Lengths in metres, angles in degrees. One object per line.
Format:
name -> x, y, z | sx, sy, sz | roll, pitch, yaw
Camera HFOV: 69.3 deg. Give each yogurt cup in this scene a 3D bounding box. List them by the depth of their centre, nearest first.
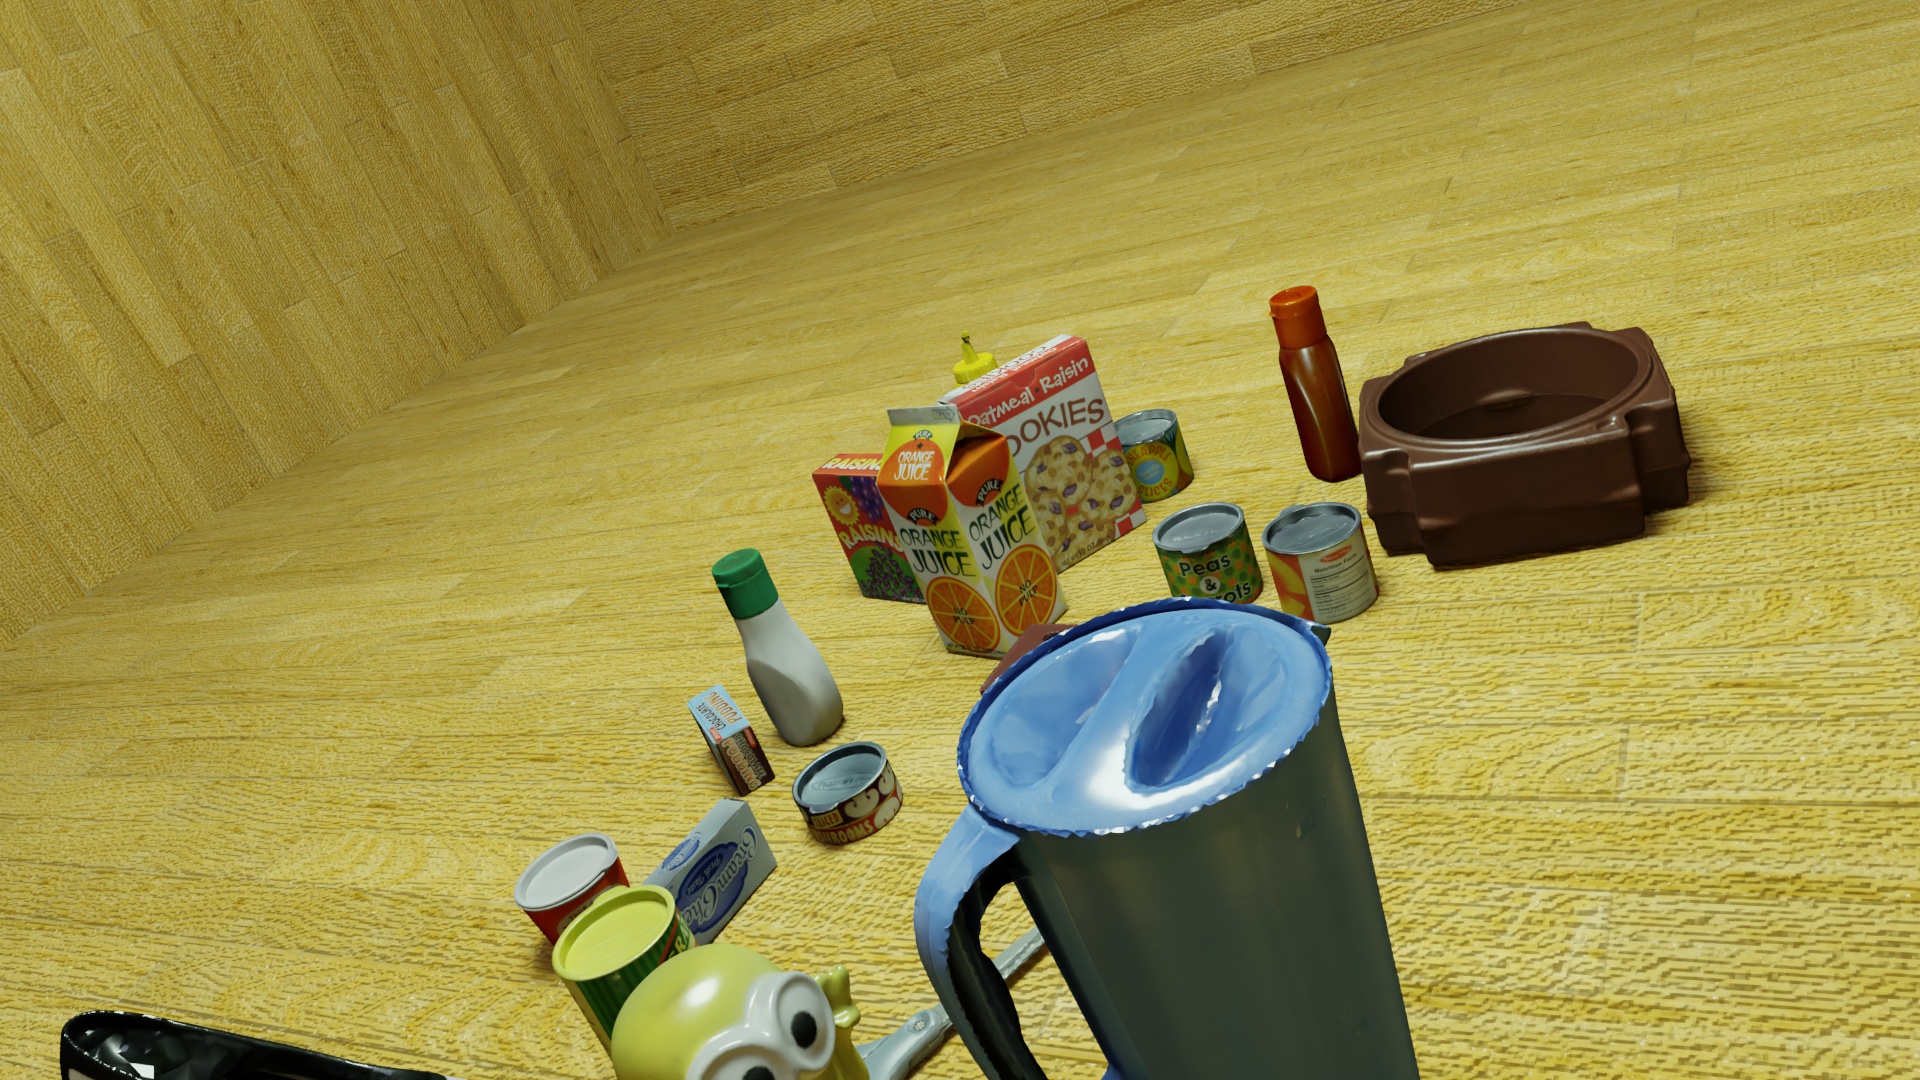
yogurt cup -> -0.240, 0.227, 0.879 | 0.072, 0.053, 0.073 | -18, 24, 8

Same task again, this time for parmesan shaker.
parmesan shaker -> -0.159, 0.239, 0.724 | 0.071, 0.102, 0.071 | -18, 24, 8

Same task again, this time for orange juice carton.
orange juice carton -> 0.004, -0.013, 1.013 | 0.072, 0.192, 0.073 | 3, 33, 44

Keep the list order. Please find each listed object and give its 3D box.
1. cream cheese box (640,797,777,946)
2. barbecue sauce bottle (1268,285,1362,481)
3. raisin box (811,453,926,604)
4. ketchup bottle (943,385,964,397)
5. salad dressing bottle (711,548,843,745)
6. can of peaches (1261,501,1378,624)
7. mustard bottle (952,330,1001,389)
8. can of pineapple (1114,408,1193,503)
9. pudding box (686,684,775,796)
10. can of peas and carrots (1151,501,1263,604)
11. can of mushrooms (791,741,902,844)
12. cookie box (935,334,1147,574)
cream cheese box -> -0.158, 0.211, 0.847 | 0.024, 0.053, 0.104 | -3, 30, 37
barbecue sauce bottle -> 0.274, -0.122, 1.075 | 0.044, 0.148, 0.065 | -21, 23, 3
raisin box -> -0.063, -0.011, 1.151 | 0.086, 0.123, 0.040 | 4, 34, 45
ketchup bottle -> 0.025, -0.054, 1.138 | 0.043, 0.148, 0.065 | -26, 24, -10
salad dressing bottle -> -0.132, 0.076, 0.993 | 0.064, 0.147, 0.044 | 0, 31, 40
can of peaches -> 0.239, 0.014, 0.926 | 0.071, 0.058, 0.071 | -18, 24, 8
mustard bottle -> 0.028, -0.118, 1.256 | 0.049, 0.159, 0.066 | -10, 26, 25
can of pineapple -> 0.159, -0.071, 1.174 | 0.071, 0.057, 0.071 | -18, 24, 8
pudding box -> -0.167, 0.143, 1.002 | 0.030, 0.049, 0.084 | -28, 24, -15
can of peas and carrots -> 0.175, 0.015, 0.978 | 0.071, 0.058, 0.071 | -18, 24, 8
can of mushrooms -> -0.074, 0.164, 0.899 | 0.071, 0.033, 0.071 | -18, 24, 8
cookie box -> 0.067, -0.061, 1.095 | 0.123, 0.166, 0.040 | -30, 25, -18
